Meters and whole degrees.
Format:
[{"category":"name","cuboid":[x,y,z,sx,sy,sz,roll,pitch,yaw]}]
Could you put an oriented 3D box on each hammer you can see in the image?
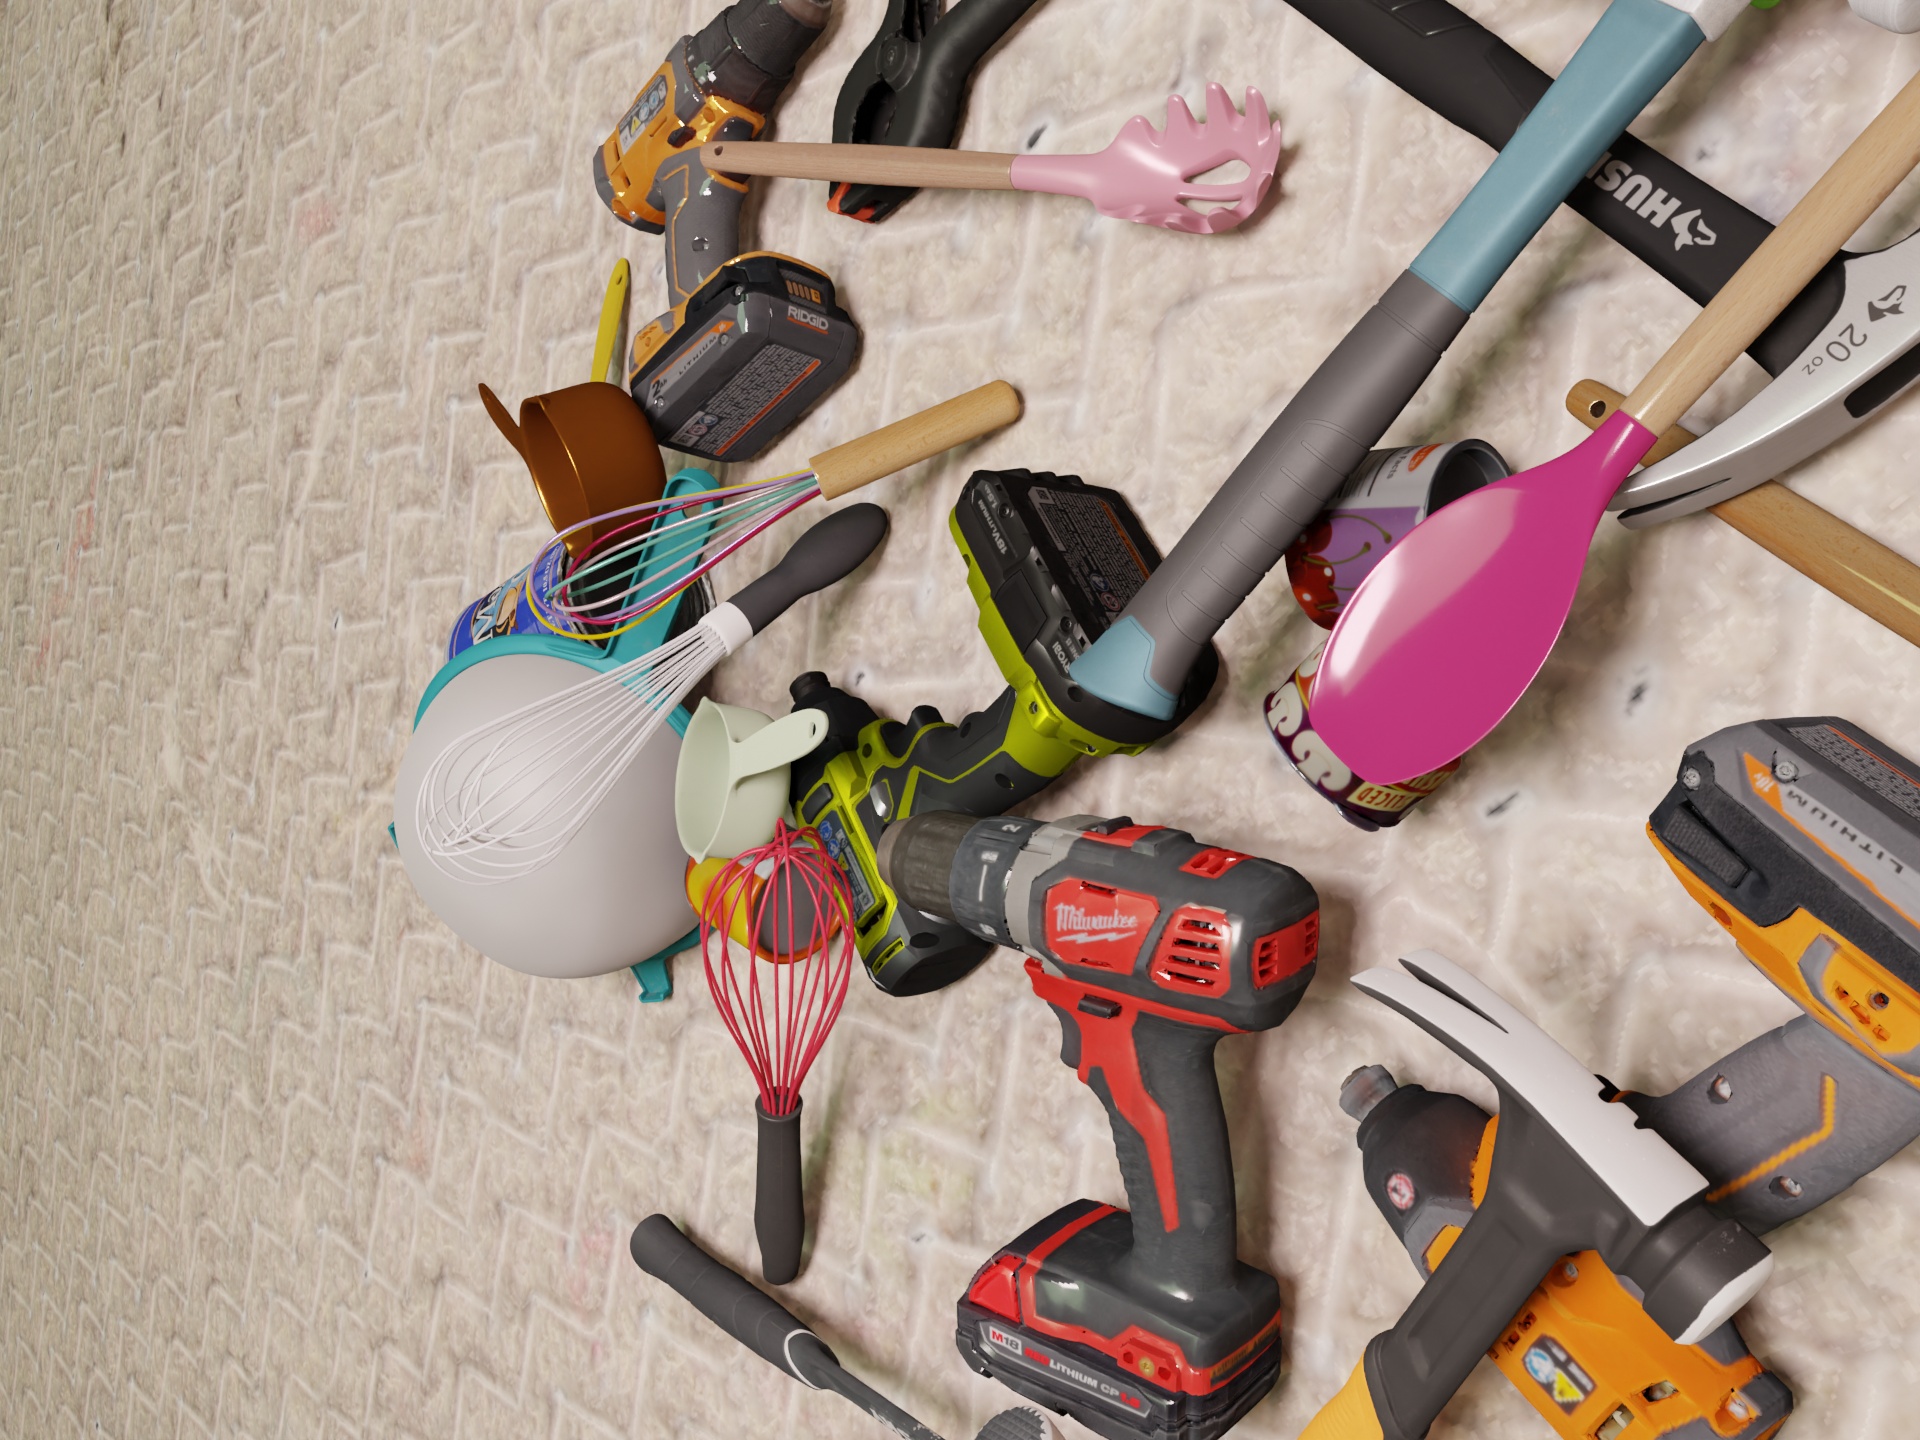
[{"category":"hammer","cuboid":[0.188,-0.207,0.551,0.146,0.035,0.335,-49,53,20]},{"category":"hammer","cuboid":[0.147,-0.128,0.518,0.331,0.033,0.128,-52,50,20]},{"category":"hammer","cuboid":[0.130,0.229,0.531,0.127,0.034,0.336,47,137,36]},{"category":"hammer","cuboid":[-0.056,0.311,0.751,0.409,0.036,0.149,3,131,55]}]

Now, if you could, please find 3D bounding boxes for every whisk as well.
[{"category":"whisk","cuboid":[-0.085,-0.100,0.741,0.245,0.051,0.047,-24,77,-3]},{"category":"whisk","cuboid":[-0.135,-0.026,0.747,0.070,0.284,0.070,34,148,24]},{"category":"whisk","cuboid":[-0.088,0.171,0.765,0.073,0.073,0.295,38,135,41]}]

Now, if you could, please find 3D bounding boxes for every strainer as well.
[{"category":"strainer","cuboid":[-0.204,0.021,0.829,0.211,0.095,0.340,32,125,3]}]

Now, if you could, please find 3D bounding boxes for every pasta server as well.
[{"category":"pasta server","cuboid":[0.000,-0.251,0.713,0.316,0.040,0.060,15,86,31]}]

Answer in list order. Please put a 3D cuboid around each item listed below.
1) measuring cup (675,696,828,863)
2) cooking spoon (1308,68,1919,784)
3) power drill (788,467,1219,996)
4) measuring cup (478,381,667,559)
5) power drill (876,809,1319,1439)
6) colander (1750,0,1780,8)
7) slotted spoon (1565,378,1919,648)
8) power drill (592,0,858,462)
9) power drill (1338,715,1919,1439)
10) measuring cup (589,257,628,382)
[{"category":"measuring cup","cuboid":[-0.087,0.021,0.745,0.167,0.038,0.083,-22,64,56]},{"category":"cooking spoon","cuboid":[0.217,-0.107,0.464,0.319,0.017,0.069,-51,50,18]},{"category":"power drill","cuboid":[-0.001,-0.002,0.720,0.223,0.080,0.171,-49,56,37]},{"category":"measuring cup","cuboid":[-0.213,-0.155,0.866,0.174,0.052,0.095,43,147,43]},{"category":"power drill","cuboid":[0.045,0.145,0.621,0.188,0.080,0.226,9,105,40]},{"category":"colander","cuboid":[0.156,-0.383,0.581,0.397,0.094,0.204,49,119,15]},{"category":"slotted spoon","cuboid":[0.291,-0.017,0.450,0.314,0.031,0.070,50,121,37]},{"category":"power drill","cuboid":[-0.120,-0.279,0.860,0.185,0.084,0.226,-32,61,39]},{"category":"power drill","cuboid":[0.215,0.110,0.485,0.164,0.084,0.226,46,124,37]},{"category":"measuring cup","cuboid":[-0.215,-0.215,0.998,0.062,0.029,0.157,-8,70,46]}]
